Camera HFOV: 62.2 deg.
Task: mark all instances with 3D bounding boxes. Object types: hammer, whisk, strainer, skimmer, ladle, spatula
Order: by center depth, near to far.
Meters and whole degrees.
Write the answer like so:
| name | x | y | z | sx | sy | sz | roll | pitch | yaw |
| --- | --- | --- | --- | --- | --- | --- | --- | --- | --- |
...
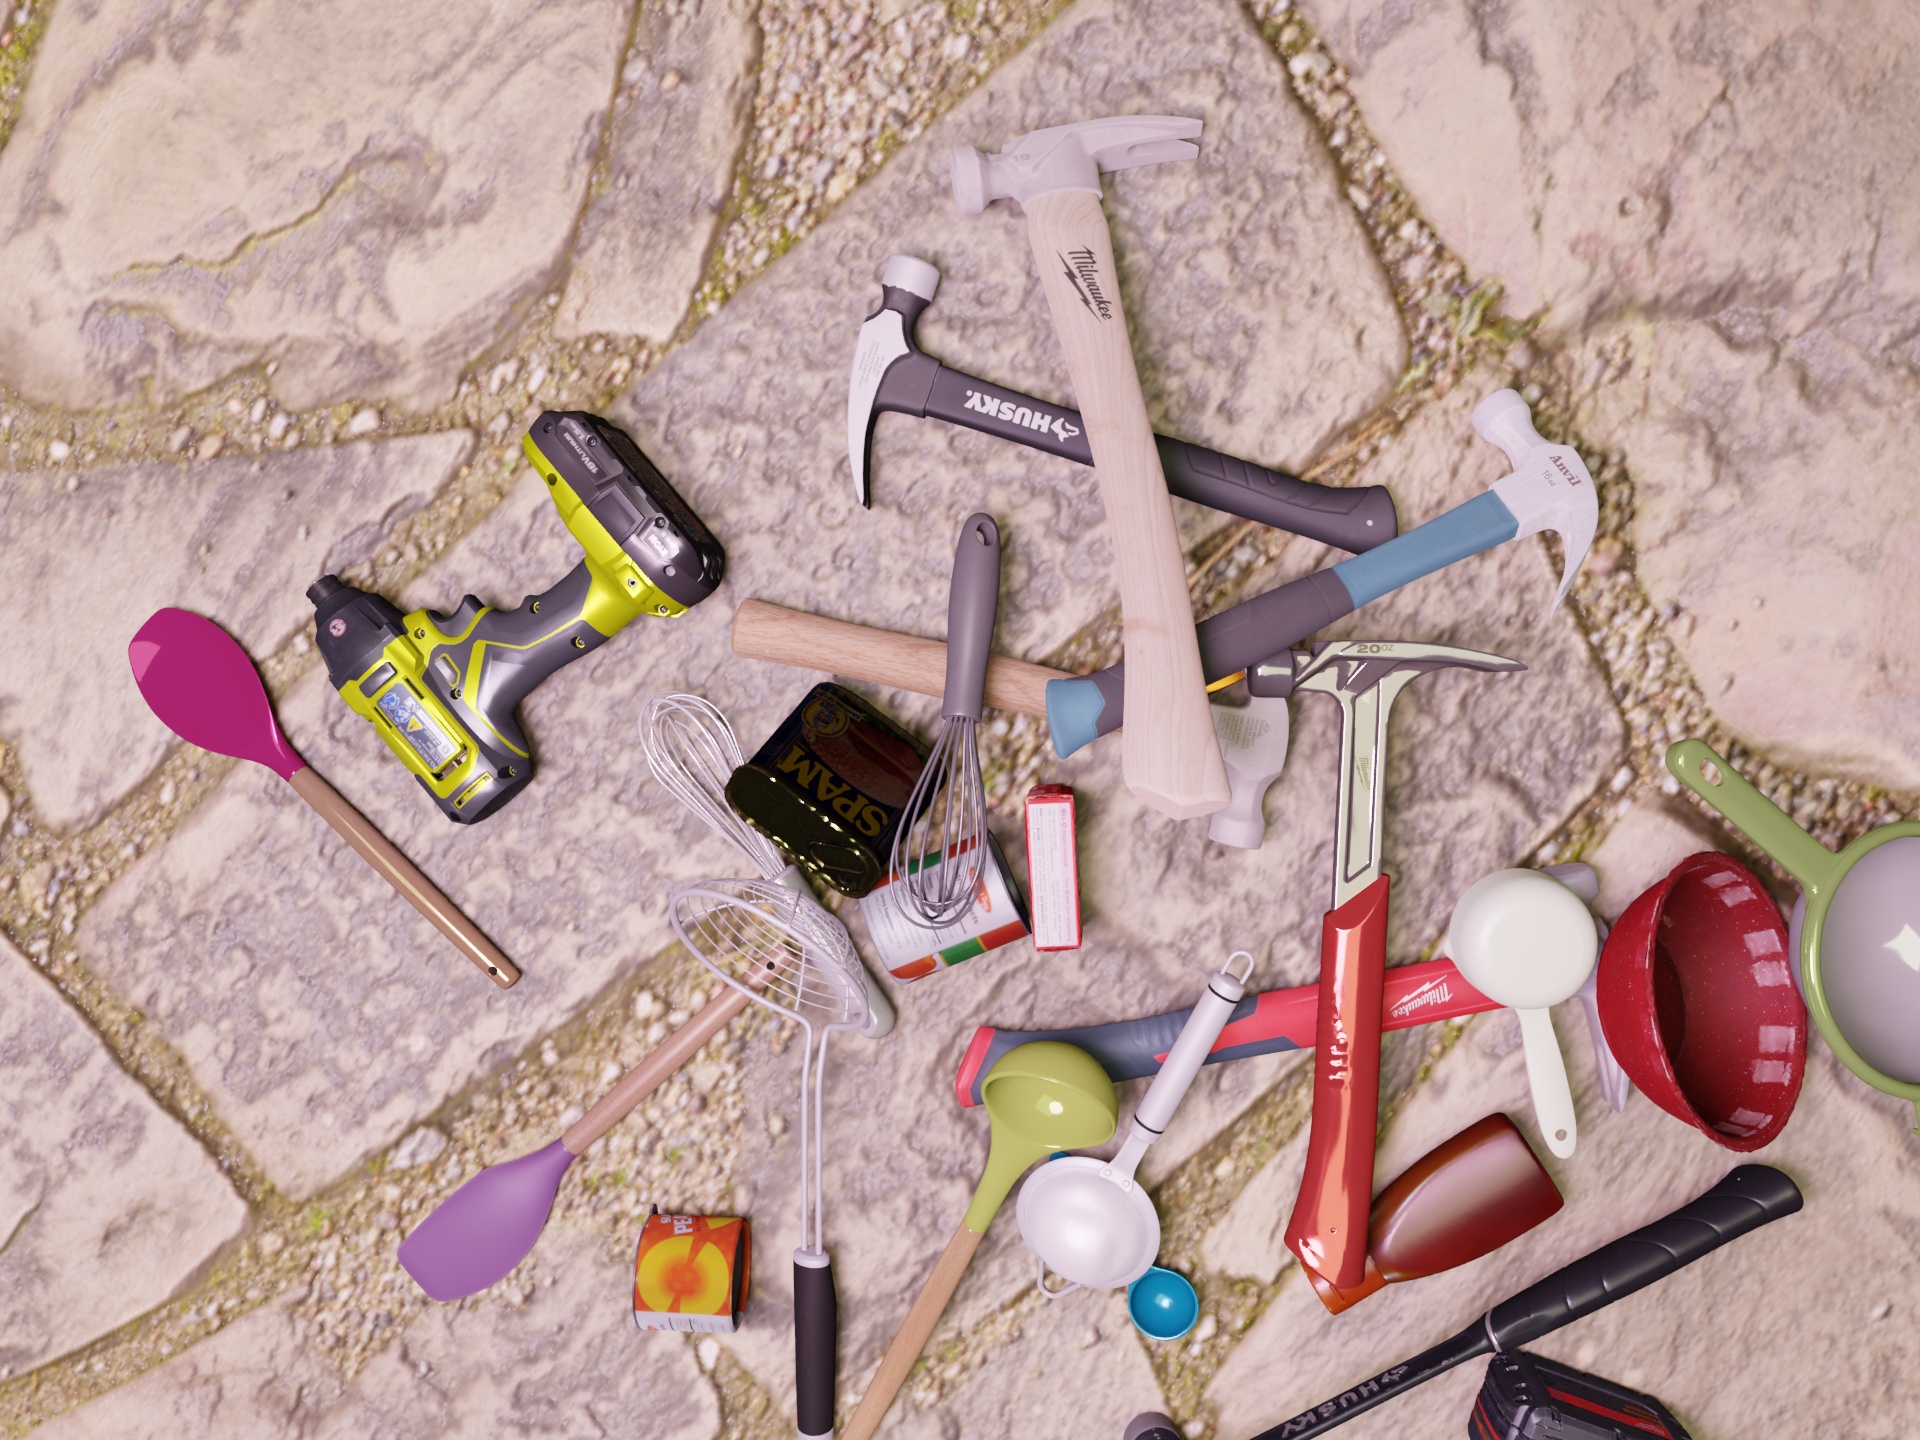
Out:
| name | x | y | z | sx | sy | sz | roll | pitch | yaw |
| --- | --- | --- | --- | --- | --- | --- | --- | --- | --- |
| hammer | 0.097 | -0.149 | 0.858 | 0.146 | 0.038 | 0.411 | -10 | 71 | 0 |
| hammer | 0.193 | -0.066 | 0.863 | 0.331 | 0.033 | 0.128 | -25 | 62 | -5 |
| strainer | 0.473 | 0.098 | 0.880 | 0.256 | 0.069 | 0.151 | 40 | 78 | -5 |
| hammer | 0.228 | 0.135 | 0.887 | 0.149 | 0.037 | 0.359 | 2 | 92 | 4 |
| whisk | -0.003 | -0.003 | 0.888 | 0.055 | 0.055 | 0.239 | 6 | 78 | 4 |
| hammer | 0.286 | 0.352 | 0.894 | 0.409 | 0.149 | 0.036 | -26 | 90 | -3 |
| strainer | 0.101 | 0.239 | 0.906 | 0.087 | 0.050 | 0.258 | 29 | 105 | 9 |
| skimmer | -0.106 | 0.262 | 0.909 | 0.127 | 0.090 | 0.363 | 7 | 102 | 35 |
| ladle | -0.004 | 0.319 | 0.917 | 0.078 | 0.062 | 0.320 | 26 | 104 | -4 |
| hammer | 0.093 | -0.152 | 0.928 | 0.335 | 0.035 | 0.146 | 18 | 92 | 3 |
| hammer | 0.189 | 0.191 | 0.930 | 0.386 | 0.038 | 0.143 | -12 | 92 | 4 |
| hammer | 0.028 | -0.024 | 0.932 | 0.331 | 0.031 | 0.130 | 13 | 94 | 6 |
| whisk | -0.113 | 0.087 | 0.945 | 0.058 | 0.059 | 0.246 | -31 | 95 | 43 |
| spatula | -0.218 | 0.244 | 0.969 | 0.316 | 0.018 | 0.060 | -43 | 90 | 5 |

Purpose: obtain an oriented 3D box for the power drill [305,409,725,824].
| name | x | y | z | sx | sy | sz | roll | pitch | yaw |
| --- | --- | --- | --- | --- | --- | --- | --- | --- | --- |
| power drill | -0.266 | -0.071 | 0.936 | 0.223 | 0.080 | 0.171 | -41 | 89 | 7 |

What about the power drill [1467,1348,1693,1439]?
| name | x | y | z | sx | sy | sz | roll | pitch | yaw |
| --- | --- | --- | --- | --- | --- | --- | --- | --- | --- |
| power drill | 0.350 | 0.501 | 0.911 | 0.188 | 0.080 | 0.226 | 19 | 96 | 3 |

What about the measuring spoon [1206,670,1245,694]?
| name | x | y | z | sx | sy | sz | roll | pitch | yaw |
| --- | --- | --- | --- | --- | --- | --- | --- | --- | --- |
| measuring spoon | 0.134 | -0.020 | 0.940 | 0.117 | 0.011 | 0.021 | -19 | 90 | 4 |

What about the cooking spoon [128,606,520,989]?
| name | x | y | z | sx | sy | sz | roll | pitch | yaw |
| --- | --- | --- | --- | --- | --- | --- | --- | --- | --- |
| cooking spoon | -0.388 | 0.051 | 0.975 | 0.319 | 0.017 | 0.069 | 44 | 95 | 2 |

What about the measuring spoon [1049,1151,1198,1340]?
| name | x | y | z | sx | sy | sz | roll | pitch | yaw |
| --- | --- | --- | --- | --- | --- | --- | --- | --- | --- |
| measuring spoon | 0.096 | 0.311 | 0.954 | 0.042 | 0.021 | 0.129 | -39 | 80 | 9 |

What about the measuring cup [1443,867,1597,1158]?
| name | x | y | z | sx | sy | sz | roll | pitch | yaw |
| --- | --- | --- | --- | --- | --- | --- | --- | --- | --- |
| measuring cup | 0.323 | 0.166 | 0.881 | 0.083 | 0.038 | 0.167 | -12 | 92 | 4 |
